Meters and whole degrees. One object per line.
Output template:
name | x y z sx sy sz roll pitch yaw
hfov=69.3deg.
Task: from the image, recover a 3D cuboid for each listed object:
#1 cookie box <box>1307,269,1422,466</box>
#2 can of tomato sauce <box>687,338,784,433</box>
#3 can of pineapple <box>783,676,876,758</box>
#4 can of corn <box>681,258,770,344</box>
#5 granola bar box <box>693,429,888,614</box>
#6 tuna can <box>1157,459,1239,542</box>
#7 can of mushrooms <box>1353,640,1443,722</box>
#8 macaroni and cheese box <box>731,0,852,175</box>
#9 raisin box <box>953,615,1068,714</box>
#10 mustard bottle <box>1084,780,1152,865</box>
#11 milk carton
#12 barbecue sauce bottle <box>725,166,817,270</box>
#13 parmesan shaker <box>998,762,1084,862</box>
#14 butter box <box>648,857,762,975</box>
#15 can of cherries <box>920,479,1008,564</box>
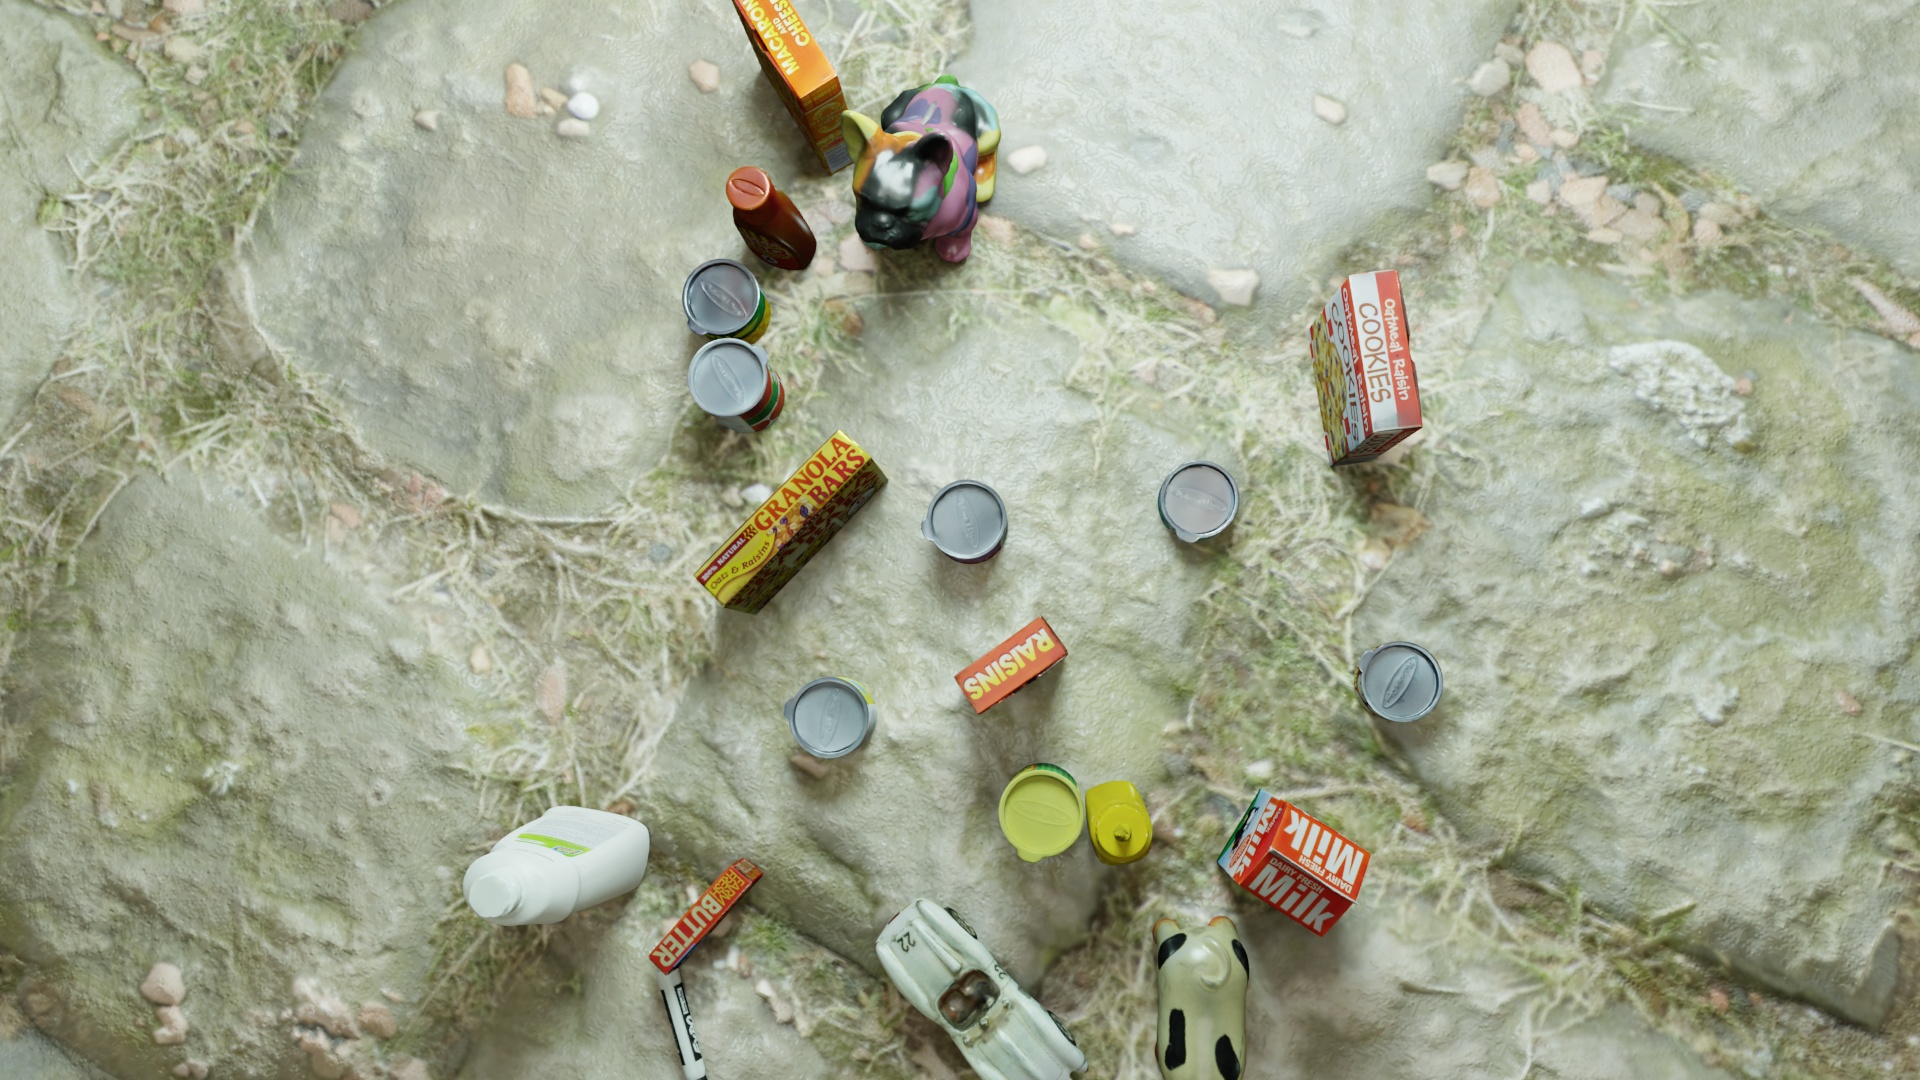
cookie box | 0.321 -0.133 1.110 0.040 0.167 0.123 -8 84 3
can of tomato sauce | -0.188 -0.132 1.181 0.071 0.083 0.071 0 84 3
can of pineapple | -0.107 0.146 1.158 0.071 0.058 0.071 0 84 3
can of corn | -0.203 -0.202 1.203 0.071 0.058 0.071 0 84 3
granola bar box | -0.136 -0.013 1.144 0.039 0.124 0.165 44 88 6
tuna can | 0.200 -0.031 1.173 0.071 0.033 0.071 0 84 3
can of mushrooms | 0.359 0.115 1.148 0.071 0.033 0.071 0 84 3
macaroni and cheese box | -0.138 -0.393 1.166 0.040 0.166 0.124 -32 83 0
raisin box | 0.042 0.101 1.122 0.086 0.123 0.040 -34 83 0
mustard bottle | 0.125 0.224 1.085 0.049 0.160 0.065 -12 84 2
milk carton | 0.254 0.244 1.060 0.072 0.190 0.073 32 87 6
barbecue sauce bottle | -0.162 -0.270 1.162 0.065 0.148 0.043 23 86 5
parmesan shaker | 0.064 0.217 1.118 0.071 0.103 0.071 0 84 3
butter box | -0.210 0.309 1.148 0.024 0.053 0.103 42 88 6
can of cherries | 0.004 -0.015 1.170 0.071 0.058 0.071 0 84 3
